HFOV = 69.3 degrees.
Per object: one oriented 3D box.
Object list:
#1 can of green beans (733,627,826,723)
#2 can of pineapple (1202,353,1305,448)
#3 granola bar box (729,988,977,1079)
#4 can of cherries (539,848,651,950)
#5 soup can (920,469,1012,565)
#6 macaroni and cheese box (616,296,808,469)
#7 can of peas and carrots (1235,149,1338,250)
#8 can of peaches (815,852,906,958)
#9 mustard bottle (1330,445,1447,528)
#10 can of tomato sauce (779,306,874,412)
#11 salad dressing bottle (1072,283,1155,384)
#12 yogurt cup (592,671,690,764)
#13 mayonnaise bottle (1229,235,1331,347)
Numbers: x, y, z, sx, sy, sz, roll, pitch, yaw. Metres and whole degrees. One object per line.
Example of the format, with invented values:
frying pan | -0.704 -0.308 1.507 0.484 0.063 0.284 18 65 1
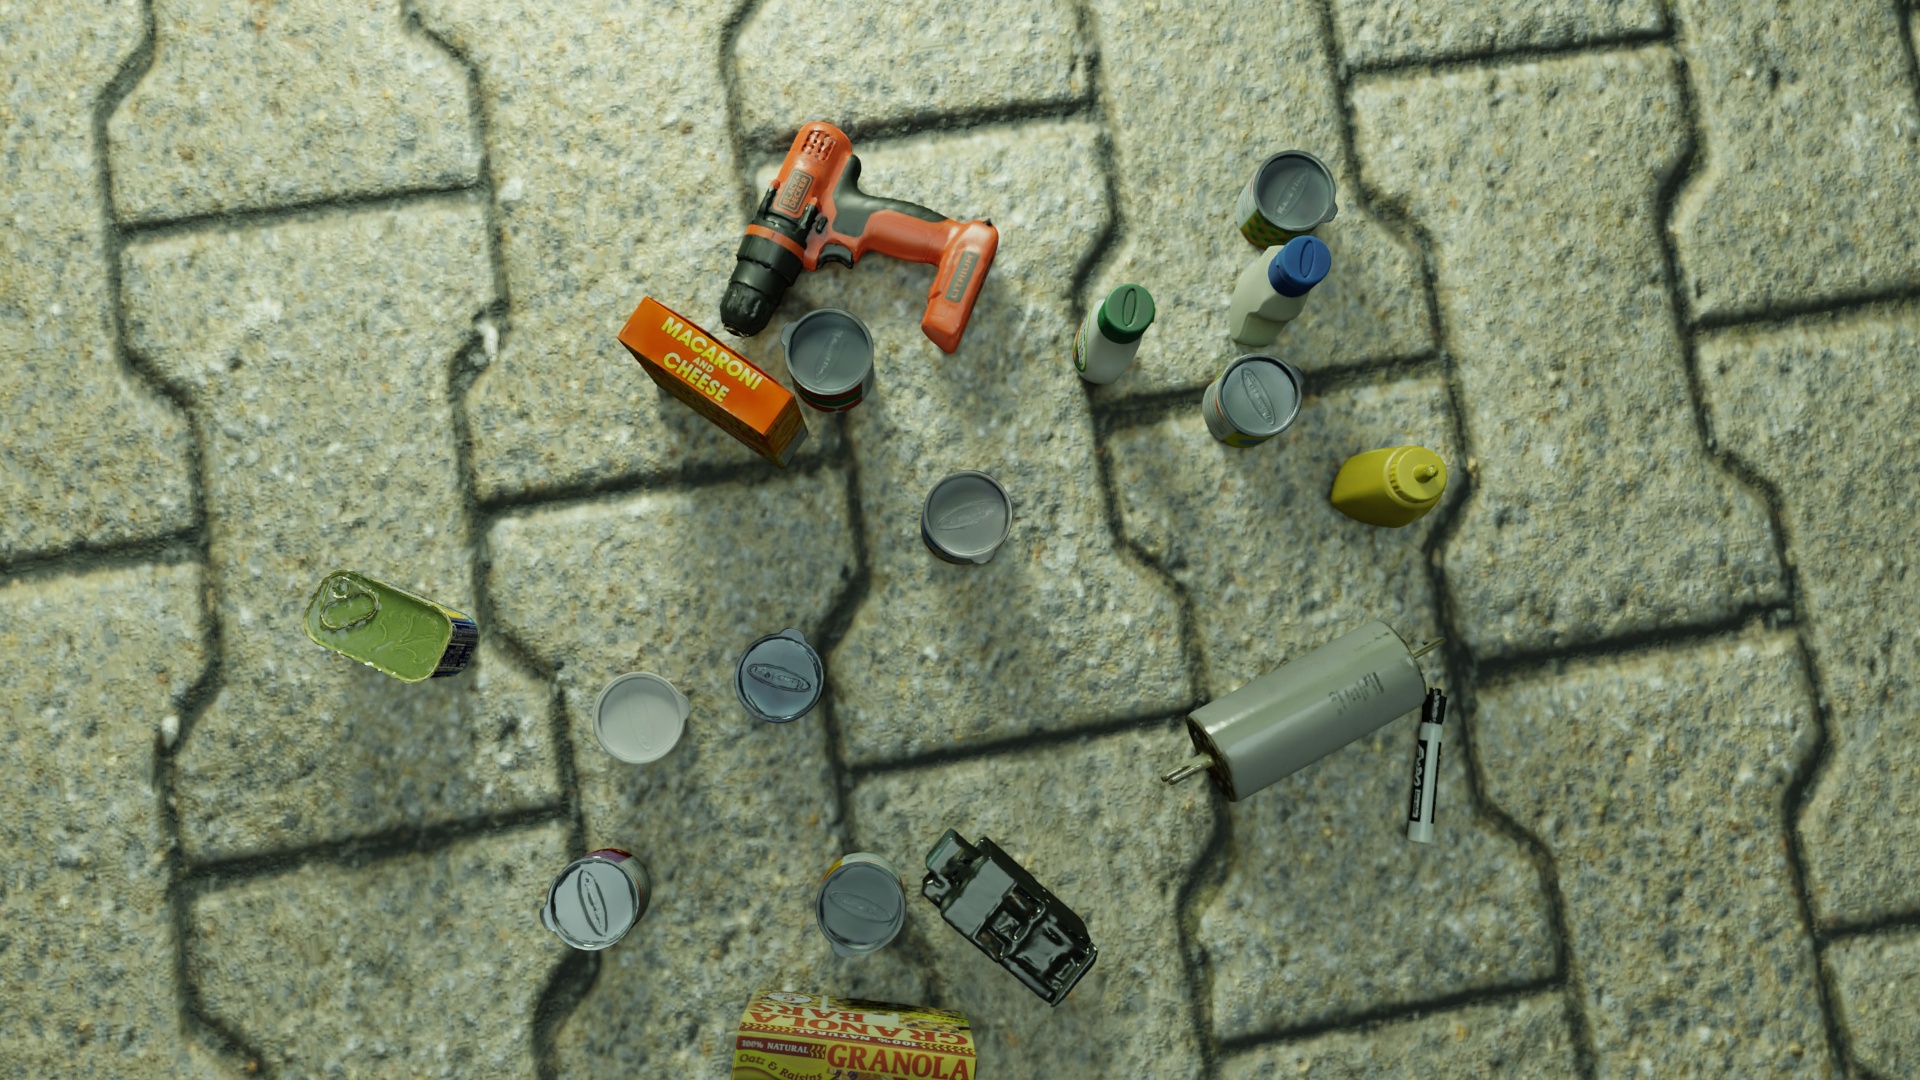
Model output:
can of green beans | -0.135 0.104 1.051 0.071 0.058 0.071 0 85 -3
can of pineapple | 0.231 -0.109 1.095 0.071 0.058 0.071 0 85 -3
granola bar box | -0.075 0.361 0.996 0.166 0.124 0.039 7 85 -3
can of cherries | -0.269 0.264 1.027 0.071 0.058 0.071 0 85 -3
soup can | 0.004 -0.013 1.059 0.071 0.083 0.071 0 85 -3
macaroni and cheese box | -0.176 -0.112 1.016 0.124 0.166 0.040 34 84 0
can of peas and carrots | 0.262 -0.270 1.113 0.071 0.058 0.071 0 85 -3
can of peaches | -0.075 0.272 1.038 0.071 0.058 0.071 0 85 -3
mustard bottle | 0.329 -0.043 1.043 0.065 0.160 0.049 20 84 -1
can of tomato sauce | -0.101 -0.137 1.065 0.071 0.083 0.071 0 85 -3
salad dressing bottle | 0.116 -0.158 1.048 0.044 0.147 0.064 10 84 -2
yogurt cup | -0.238 0.133 1.044 0.072 0.054 0.072 0 84 -3
mayonnaise bottle | 0.242 -0.193 1.059 0.041 0.148 0.065 10 84 -2
